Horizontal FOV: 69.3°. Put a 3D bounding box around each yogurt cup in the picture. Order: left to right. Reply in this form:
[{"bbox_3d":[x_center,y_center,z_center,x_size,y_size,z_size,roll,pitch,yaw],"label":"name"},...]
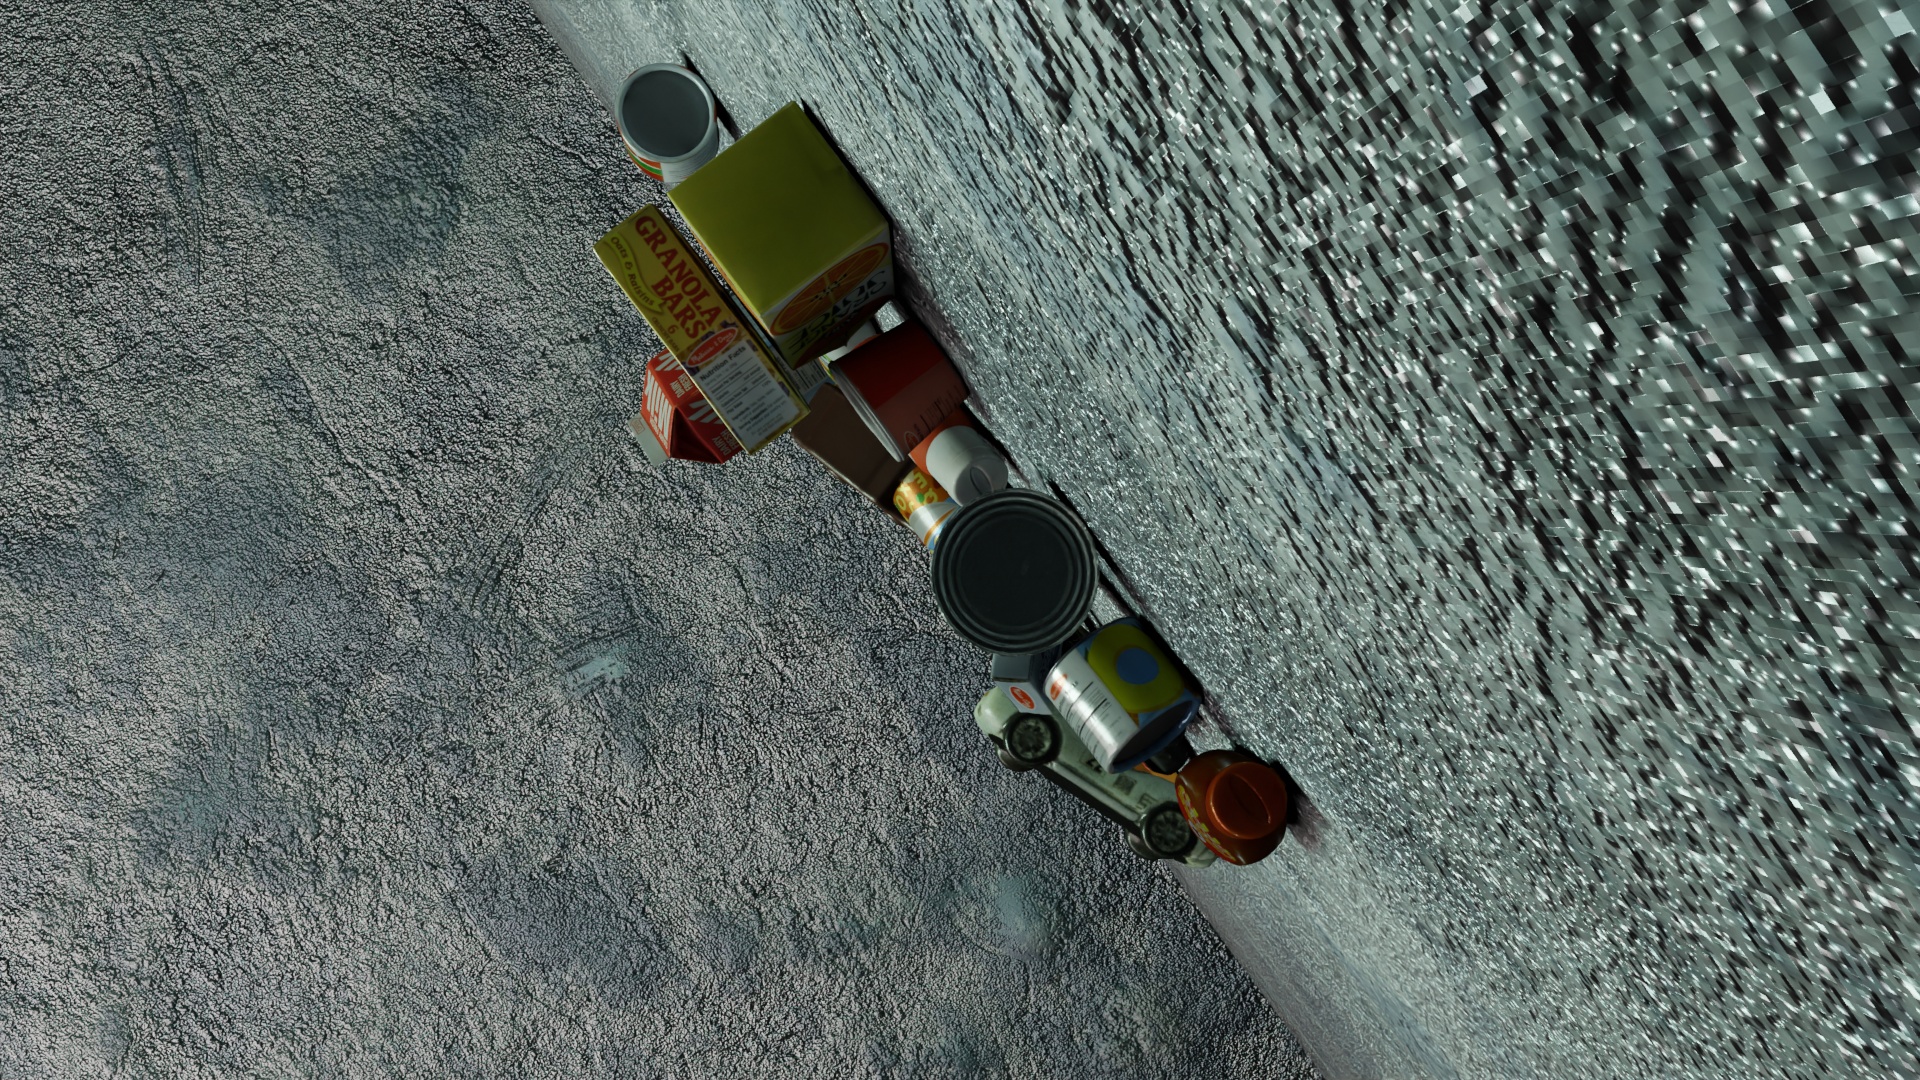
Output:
[{"bbox_3d":[-0.033,-0.086,0.768,0.072,0.054,0.072,53,177,5],"label":"yogurt cup"}]

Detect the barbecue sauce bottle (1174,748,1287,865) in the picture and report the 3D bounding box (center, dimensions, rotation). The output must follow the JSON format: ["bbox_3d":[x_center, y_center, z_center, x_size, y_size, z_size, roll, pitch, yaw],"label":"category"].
[{"bbox_3d":[0.144,0.138,0.726,0.065,0.044,0.148,54,177,14],"label":"barbecue sauce bottle"}]

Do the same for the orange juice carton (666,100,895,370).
[{"bbox_3d":[-0.083,-0.143,0.704,0.072,0.073,0.192,53,177,1],"label":"orange juice carton"}]

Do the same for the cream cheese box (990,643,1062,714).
[{"bbox_3d":[0.042,0.042,0.791,0.053,0.024,0.104,57,-142,-57],"label":"cream cheese box"}]

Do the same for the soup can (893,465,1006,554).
[{"bbox_3d":[0.003,-0.011,0.907,0.084,0.071,0.071,53,177,16],"label":"soup can"}]

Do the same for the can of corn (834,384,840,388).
[{"bbox_3d":[-0.081,-0.110,1.159,0.071,0.071,0.058,54,176,-9],"label":"can of corn"}]

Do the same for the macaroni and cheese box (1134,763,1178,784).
[{"bbox_3d":[0.145,0.184,1.271,0.124,0.040,0.166,54,177,6],"label":"macaroni and cheese box"}]

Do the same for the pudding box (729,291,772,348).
[{"bbox_3d":[-0.133,-0.175,1.012,0.049,0.084,0.030,54,179,-13],"label":"pudding box"}]

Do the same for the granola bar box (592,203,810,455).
[{"bbox_3d":[-0.130,-0.108,0.735,0.124,0.039,0.165,53,179,-9],"label":"granola bar box"}]

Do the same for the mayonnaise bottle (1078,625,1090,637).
[{"bbox_3d":[0.059,0.062,1.010,0.041,0.065,0.147,26,154,42],"label":"mayonnaise bottle"}]

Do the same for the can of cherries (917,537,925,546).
[{"bbox_3d":[-0.025,-0.035,1.202,0.071,0.058,0.071,54,177,5],"label":"can of cherries"}]

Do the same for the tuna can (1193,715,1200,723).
[{"bbox_3d":[0.107,0.088,0.818,0.071,0.033,0.071,54,177,4],"label":"tuna can"}]

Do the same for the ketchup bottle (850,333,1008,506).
[{"bbox_3d":[-0.020,-0.071,0.847,0.149,0.043,0.064,49,175,48],"label":"ketchup bottle"}]

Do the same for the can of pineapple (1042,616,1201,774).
[{"bbox_3d":[0.089,0.083,0.751,0.058,0.071,0.071,52,176,26],"label":"can of pineapple"}]

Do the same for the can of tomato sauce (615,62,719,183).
[{"bbox_3d":[-0.199,-0.283,0.942,0.071,0.071,0.083,54,176,-10],"label":"can of tomato sauce"}]

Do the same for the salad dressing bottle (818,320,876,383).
[{"bbox_3d":[-0.084,-0.147,0.960,0.064,0.044,0.147,50,176,11],"label":"salad dressing bottle"}]

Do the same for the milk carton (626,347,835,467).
[{"bbox_3d":[-0.171,-0.130,1.081,0.072,0.191,0.073,50,175,44],"label":"milk carton"}]
